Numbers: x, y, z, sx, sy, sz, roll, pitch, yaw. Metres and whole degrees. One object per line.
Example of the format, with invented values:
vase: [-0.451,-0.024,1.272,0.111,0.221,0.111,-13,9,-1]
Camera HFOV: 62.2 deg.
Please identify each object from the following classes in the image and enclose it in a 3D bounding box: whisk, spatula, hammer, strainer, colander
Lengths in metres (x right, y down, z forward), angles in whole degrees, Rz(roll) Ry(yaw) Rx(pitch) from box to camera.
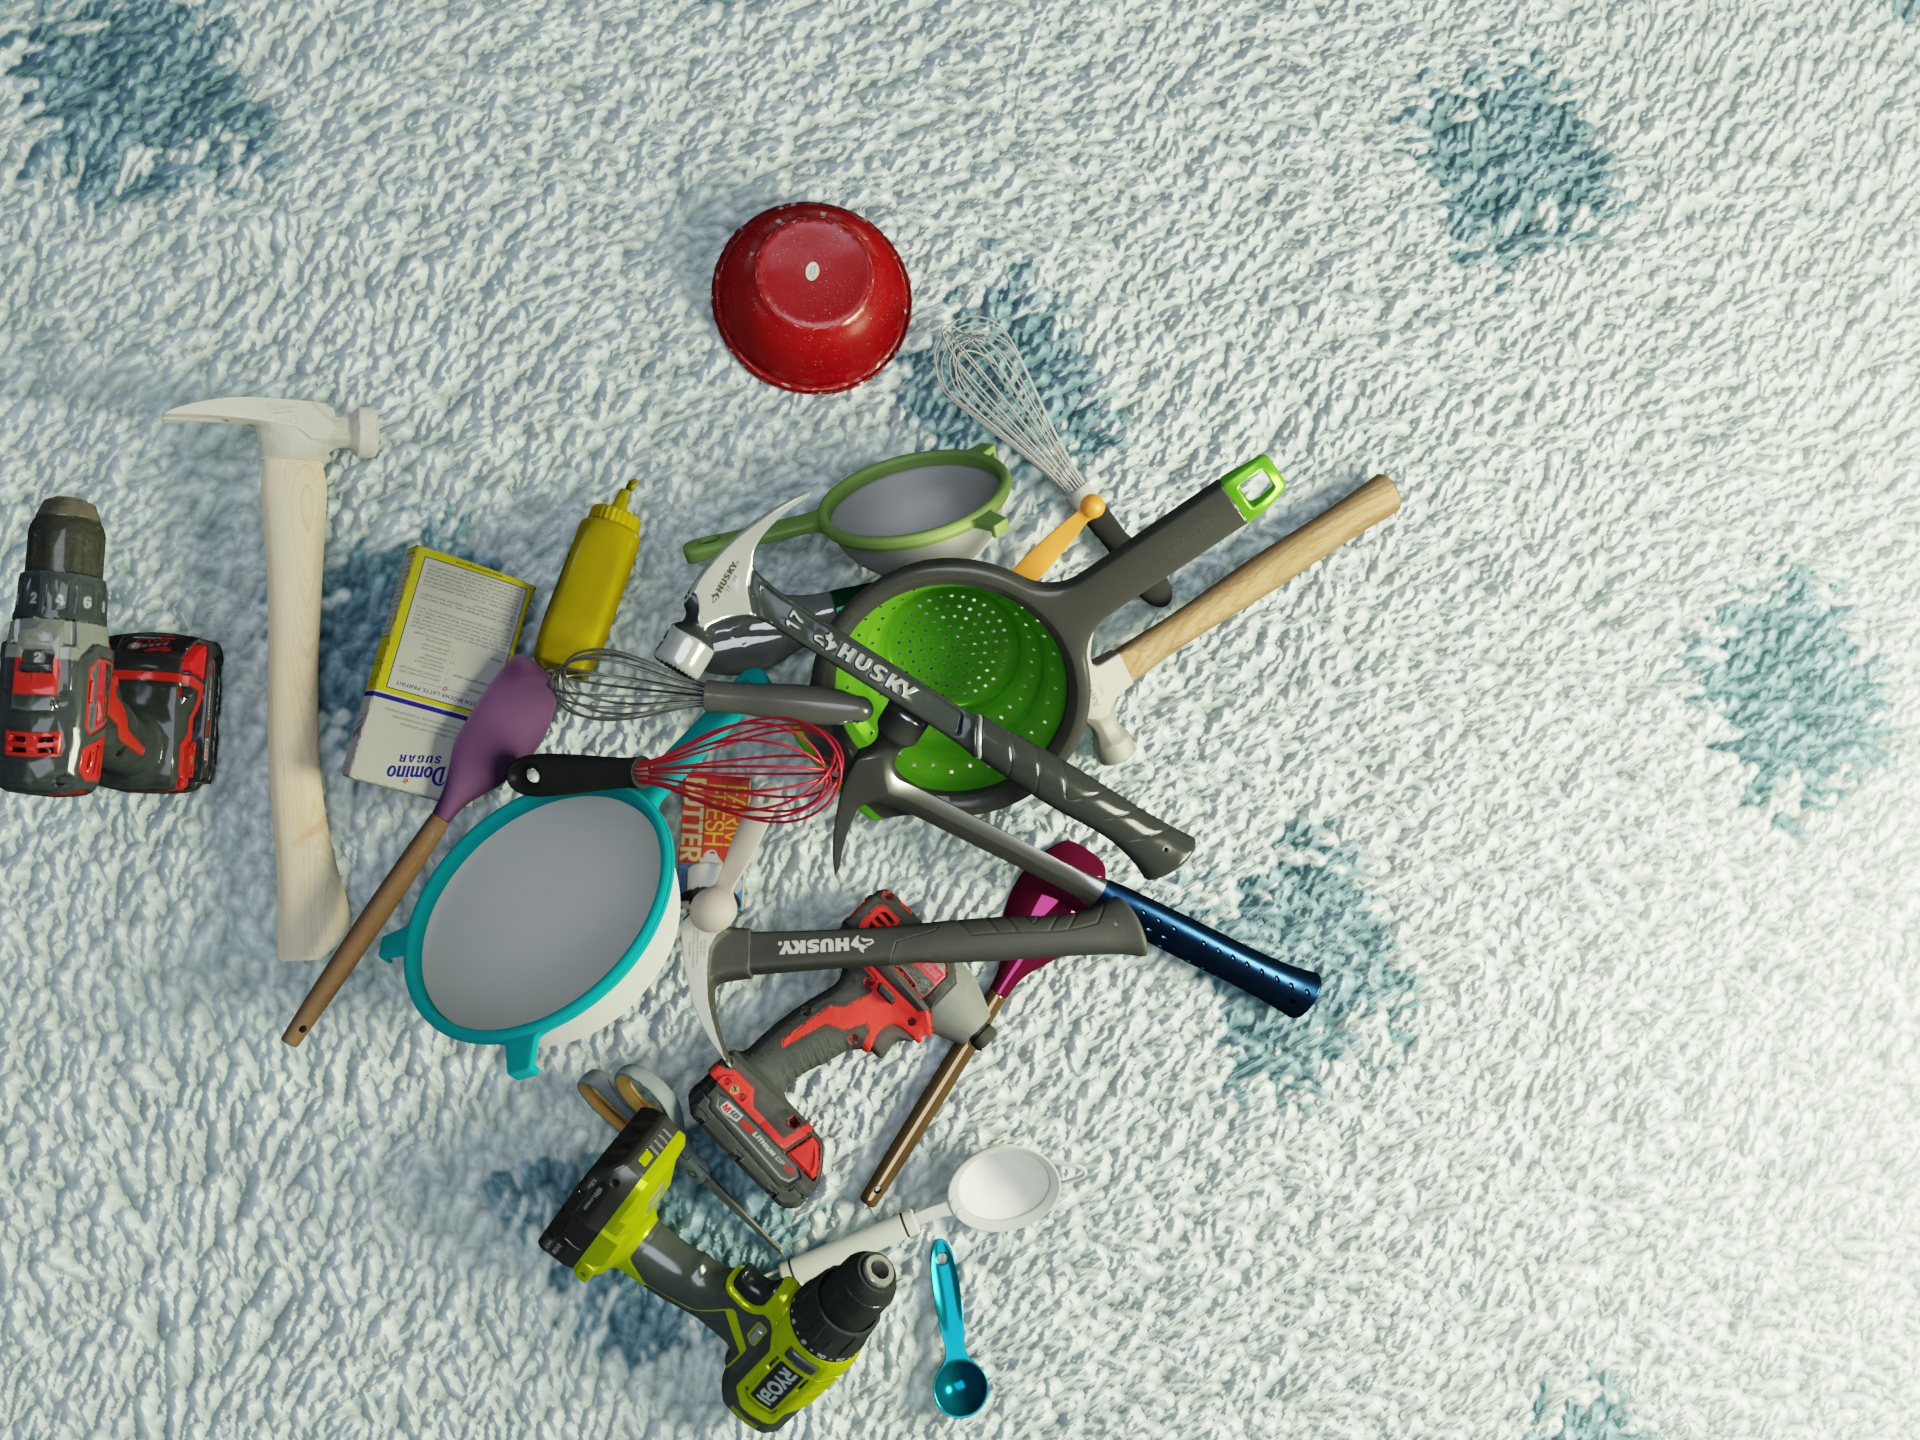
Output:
whisk: [-0.204,0.036,1.095,0.296,0.073,0.073,-2,83,31]
spatula: [-0.386,0.093,1.141,0.059,0.018,0.316,42,71,-36]
hammer: [-0.002,-0.004,1.114,0.408,0.036,0.149,32,82,-16]
strainer: [-0.081,-0.135,1.220,0.256,0.152,0.069,-12,123,4]
whisk: [0.076,-0.202,1.263,0.070,0.070,0.284,-40,95,-10]
whisk: [-0.181,-0.020,1.140,0.239,0.055,0.055,5,83,2]
hammer: [0.218,-0.104,1.270,0.331,0.031,0.130,-33,112,-14]
hammer: [-0.034,0.166,1.145,0.335,0.035,0.146,-3,64,2]
hammer: [-0.497,-0.031,1.162,0.146,0.038,0.411,-1,86,-29]
strainer: [-0.031,0.372,1.194,0.258,0.050,0.086,-22,118,-4]
hammer: [0.091,0.130,1.203,0.405,0.035,0.144,28,114,-12]
strainer: [-0.242,0.107,1.159,0.211,0.095,0.340,26,66,38]
colander: [0.059,-0.081,1.172,0.397,0.095,0.204,-34,111,16]

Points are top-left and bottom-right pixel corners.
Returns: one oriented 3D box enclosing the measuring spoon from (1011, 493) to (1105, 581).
measuring spoon: [0.070,-0.133,1.253,0.021,0.011,0.117,43,105,-8]

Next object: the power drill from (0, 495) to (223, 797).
power drill: [-0.574,-0.038,1.072,0.080,0.226,0.188,2,84,-8]

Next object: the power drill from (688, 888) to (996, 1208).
power drill: [-0.084,0.248,1.182,0.143,0.078,0.220,44,77,3]

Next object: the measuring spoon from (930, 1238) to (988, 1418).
measuring spoon: [-0.007,0.458,1.203,0.042,0.021,0.129,-7,76,-7]

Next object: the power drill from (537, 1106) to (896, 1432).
power drill: [-0.165,0.381,1.116,0.228,0.080,0.190,38,123,1]

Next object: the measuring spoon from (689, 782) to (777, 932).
measuring spoon: [-0.163,0.096,1.157,0.034,0.018,0.124,17,64,12]

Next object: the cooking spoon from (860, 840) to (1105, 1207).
cooking spoon: [0.015,0.233,1.225,0.068,0.017,0.319,34,80,-3]
